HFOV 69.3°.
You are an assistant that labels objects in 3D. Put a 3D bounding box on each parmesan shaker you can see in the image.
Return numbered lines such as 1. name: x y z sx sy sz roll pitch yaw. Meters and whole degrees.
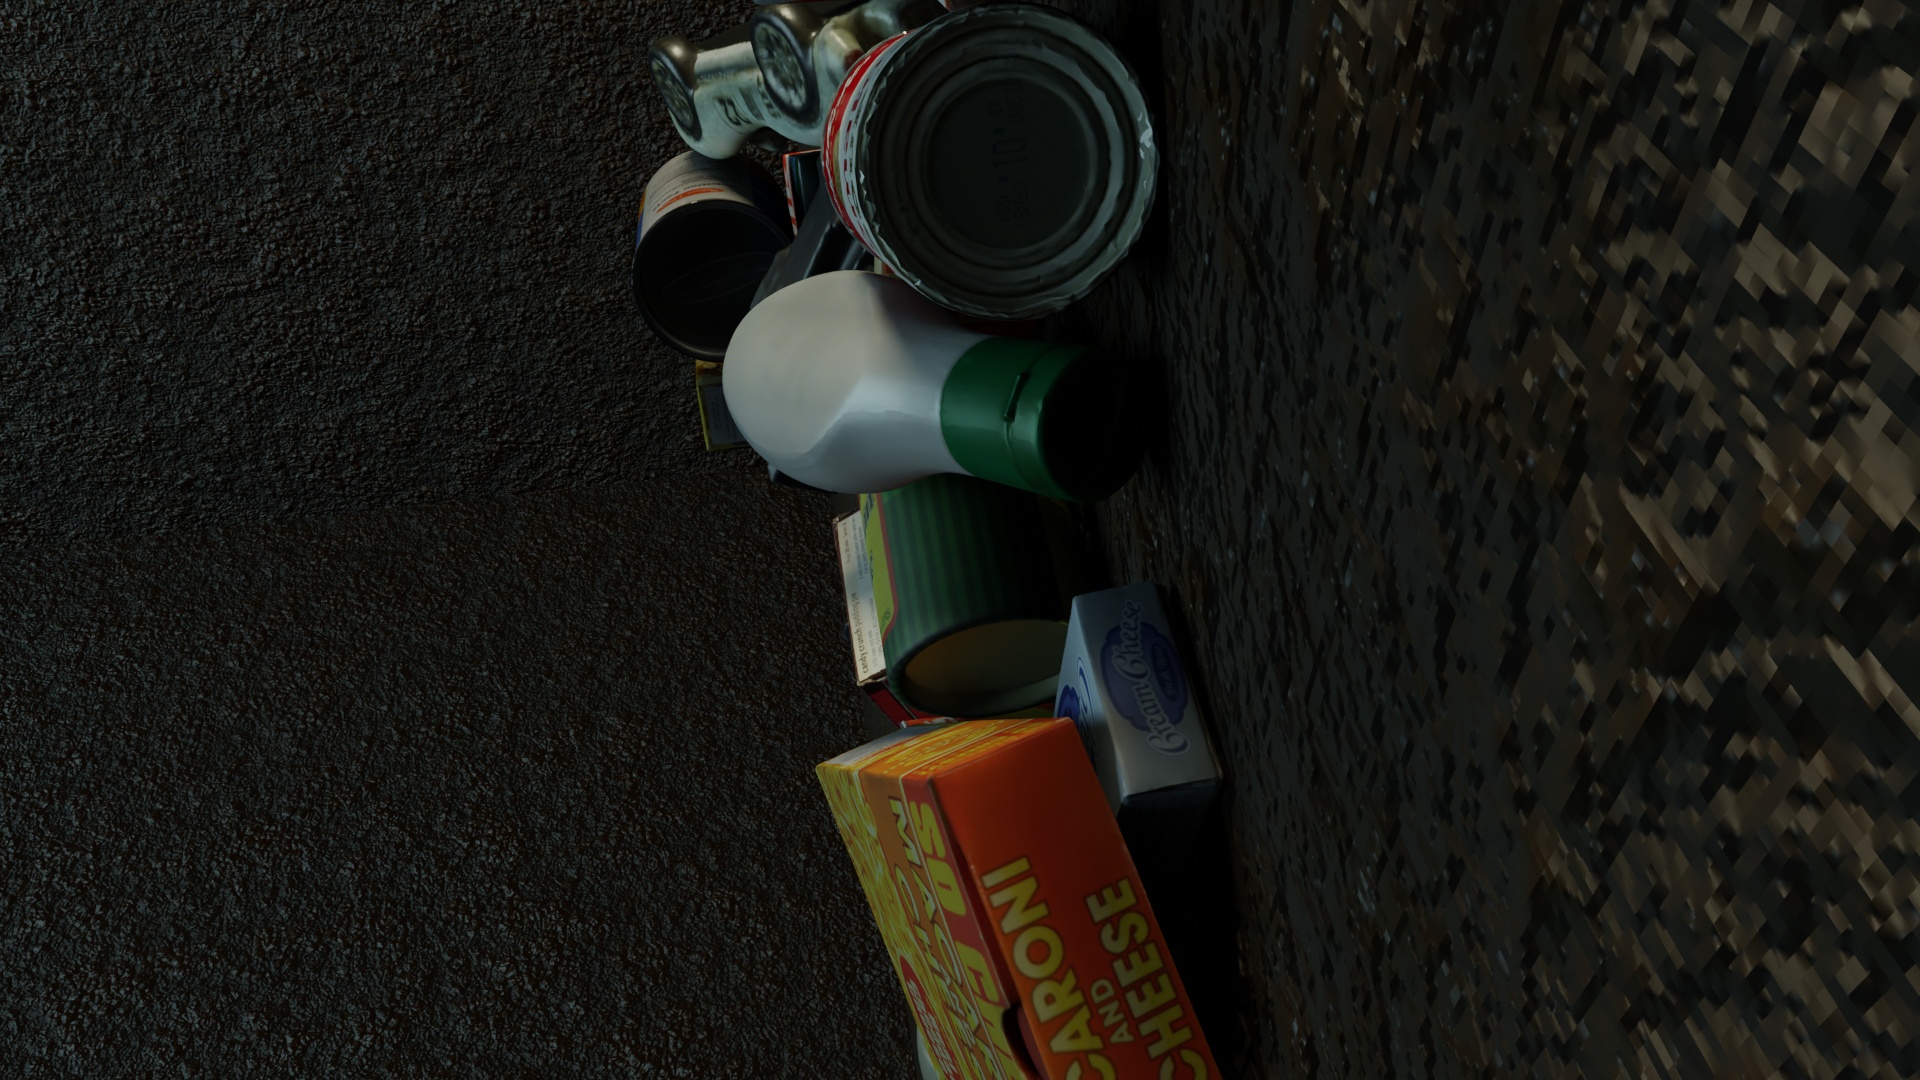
1. parmesan shaker: 0.002 -0.005 0.432 0.071 0.071 0.103 93 168 -56

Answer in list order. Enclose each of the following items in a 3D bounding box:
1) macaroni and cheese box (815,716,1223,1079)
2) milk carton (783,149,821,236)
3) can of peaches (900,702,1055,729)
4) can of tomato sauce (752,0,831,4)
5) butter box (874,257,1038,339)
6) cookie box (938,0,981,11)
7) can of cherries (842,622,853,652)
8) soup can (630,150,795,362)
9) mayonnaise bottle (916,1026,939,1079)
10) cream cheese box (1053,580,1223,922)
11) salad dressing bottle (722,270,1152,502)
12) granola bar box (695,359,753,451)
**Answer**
1. macaroni and cheese box: 0.011 0.112 0.375 0.123 0.040 0.166 68 164 3
2. milk carton: -0.040 -0.142 0.632 0.191 0.072 0.073 -117 21 -72
3. can of peaches: 0.011 0.092 0.496 0.071 0.058 0.071 177 87 -83
4. can of tomato sauce: -0.005 -0.145 0.281 0.071 0.083 0.071 176 87 -83
5. butter box: -0.001 -0.080 0.449 0.103 0.053 0.024 95 169 -57
6. cookie box: -0.022 -0.233 0.326 0.123 0.040 0.166 54 160 33
7. can of cherries: -0.029 0.025 0.721 0.071 0.071 0.058 93 169 -55
8. soup can: -0.100 -0.117 0.574 0.084 0.071 0.071 -109 14 -59
9. mayonnaise bottle: 0.028 0.206 0.462 0.148 0.065 0.041 -118 19 -63
10. cream cheese box: 0.041 0.060 0.356 0.103 0.024 0.053 93 167 -56
11. salad dressing bottle: -0.012 -0.039 0.375 0.148 0.044 0.064 18 88 52
12. granola bar box: -0.071 -0.107 0.706 0.166 0.124 0.038 -106 11 -55
